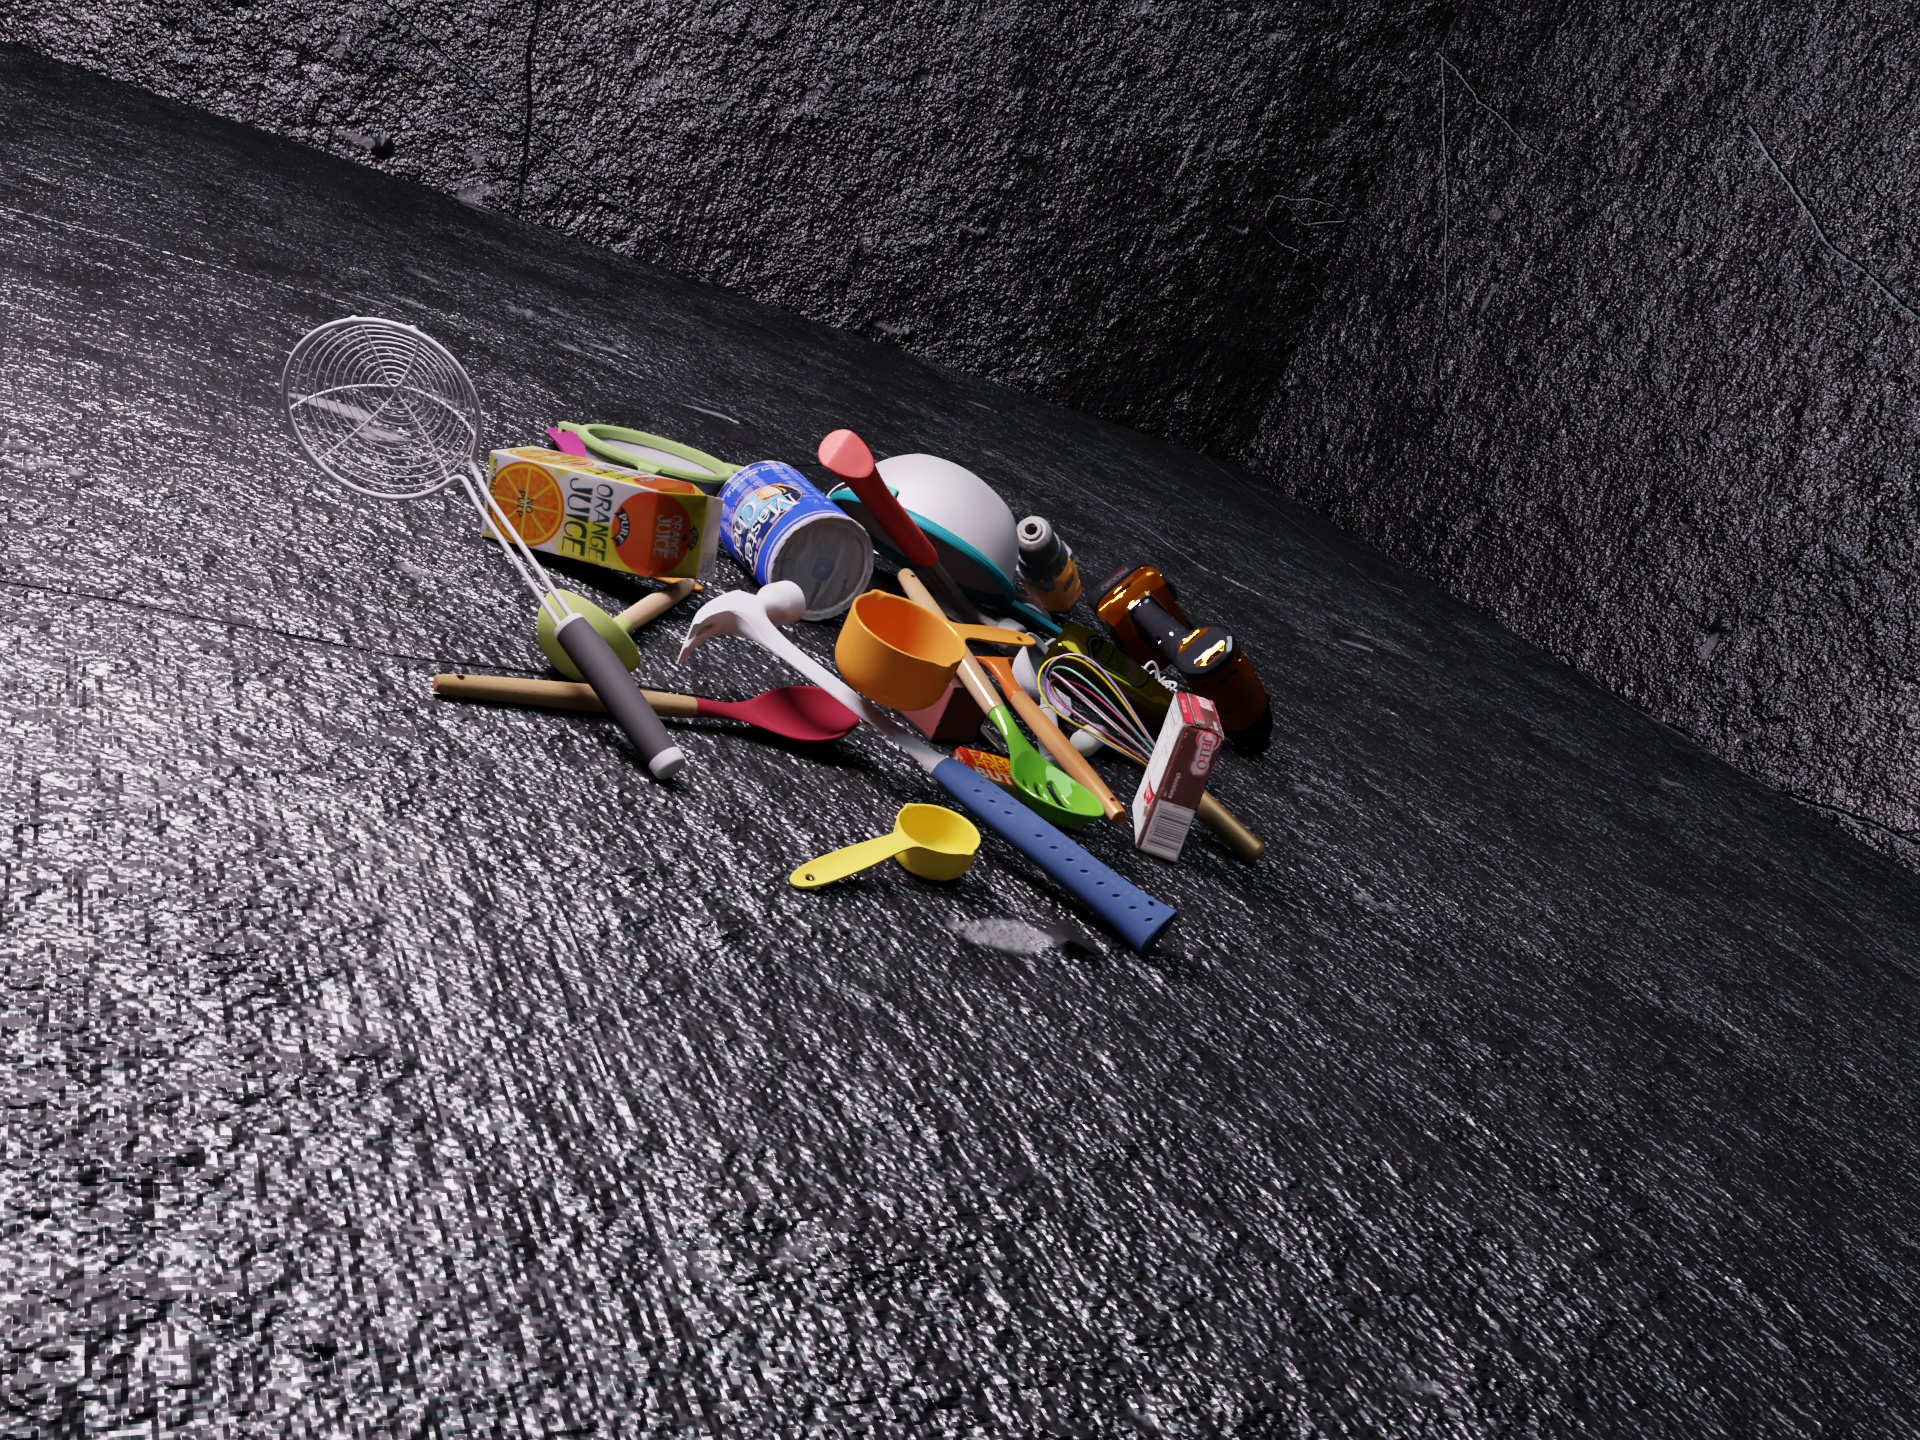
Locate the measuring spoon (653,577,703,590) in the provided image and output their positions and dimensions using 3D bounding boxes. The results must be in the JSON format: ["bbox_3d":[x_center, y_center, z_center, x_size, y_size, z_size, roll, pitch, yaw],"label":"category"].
[{"bbox_3d":[-0.277,-0.136,1.372,0.117,0.011,0.021,19,19,-12],"label":"measuring spoon"}]

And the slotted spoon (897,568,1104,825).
[{"bbox_3d":[0.019,-0.022,1.243,0.070,0.031,0.314,7,36,-39],"label":"slotted spoon"}]

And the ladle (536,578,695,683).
[{"bbox_3d":[-0.243,-0.087,1.212,0.078,0.062,0.320,36,15,-4],"label":"ladle"}]

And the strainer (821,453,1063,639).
[{"bbox_3d":[0.030,-0.176,1.627,0.340,0.095,0.211,30,-8,-24],"label":"strainer"}]

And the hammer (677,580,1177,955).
[{"bbox_3d":[-0.025,0.029,1.115,0.406,0.035,0.144,37,28,18],"label":"hammer"}]

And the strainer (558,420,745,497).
[{"bbox_3d":[-0.262,-0.225,1.551,0.152,0.069,0.256,31,18,36],"label":"strainer"}]

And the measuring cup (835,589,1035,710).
[{"bbox_3d":[-0.016,-0.045,1.160,0.173,0.052,0.095,1,36,-45],"label":"measuring cup"}]

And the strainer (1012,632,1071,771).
[{"bbox_3d":[0.072,-0.008,1.399,0.086,0.050,0.259,56,14,-22],"label":"strainer"}]

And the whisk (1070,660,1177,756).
[{"bbox_3d":[0.151,-0.007,1.484,0.058,0.059,0.246,2,14,23],"label":"whisk"}]

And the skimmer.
[{"bbox_3d":[-0.304,-0.105,1.024,0.363,0.127,0.090,52,23,14],"label":"skimmer"}]

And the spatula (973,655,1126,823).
[{"bbox_3d":[0.055,0.002,1.303,0.081,0.041,0.323,1,28,-26],"label":"spatula"}]

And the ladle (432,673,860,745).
[{"bbox_3d":[-0.205,-0.011,1.089,0.315,0.031,0.069,6,30,-39],"label":"ladle"}]

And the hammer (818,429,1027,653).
[{"bbox_3d":[-0.051,-0.167,1.459,0.149,0.037,0.358,32,-6,27],"label":"hammer"}]

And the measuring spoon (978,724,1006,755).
[{"bbox_3d":[-0.002,-0.004,1.344,0.124,0.018,0.034,46,10,36],"label":"measuring spoon"}]

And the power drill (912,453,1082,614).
[{"bbox_3d":[0.026,-0.211,1.764,0.226,0.084,0.185,31,-8,18],"label":"power drill"}]

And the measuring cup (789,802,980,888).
[{"bbox_3d":[-0.051,0.091,1.009,0.062,0.029,0.156,36,33,31],"label":"measuring cup"}]

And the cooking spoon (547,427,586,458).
[{"bbox_3d":[-0.371,-0.235,1.525,0.068,0.017,0.319,23,17,-20],"label":"cooking spoon"}]

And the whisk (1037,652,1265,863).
[{"bbox_3d":[0.157,0.034,1.338,0.245,0.051,0.047,44,46,15],"label":"whisk"}]

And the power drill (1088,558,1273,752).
[{"bbox_3d":[0.236,-0.060,1.641,0.164,0.084,0.227,52,-2,-38],"label":"power drill"}]

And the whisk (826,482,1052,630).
[{"bbox_3d":[-0.025,-0.171,1.725,0.284,0.070,0.070,31,19,5],"label":"whisk"}]
